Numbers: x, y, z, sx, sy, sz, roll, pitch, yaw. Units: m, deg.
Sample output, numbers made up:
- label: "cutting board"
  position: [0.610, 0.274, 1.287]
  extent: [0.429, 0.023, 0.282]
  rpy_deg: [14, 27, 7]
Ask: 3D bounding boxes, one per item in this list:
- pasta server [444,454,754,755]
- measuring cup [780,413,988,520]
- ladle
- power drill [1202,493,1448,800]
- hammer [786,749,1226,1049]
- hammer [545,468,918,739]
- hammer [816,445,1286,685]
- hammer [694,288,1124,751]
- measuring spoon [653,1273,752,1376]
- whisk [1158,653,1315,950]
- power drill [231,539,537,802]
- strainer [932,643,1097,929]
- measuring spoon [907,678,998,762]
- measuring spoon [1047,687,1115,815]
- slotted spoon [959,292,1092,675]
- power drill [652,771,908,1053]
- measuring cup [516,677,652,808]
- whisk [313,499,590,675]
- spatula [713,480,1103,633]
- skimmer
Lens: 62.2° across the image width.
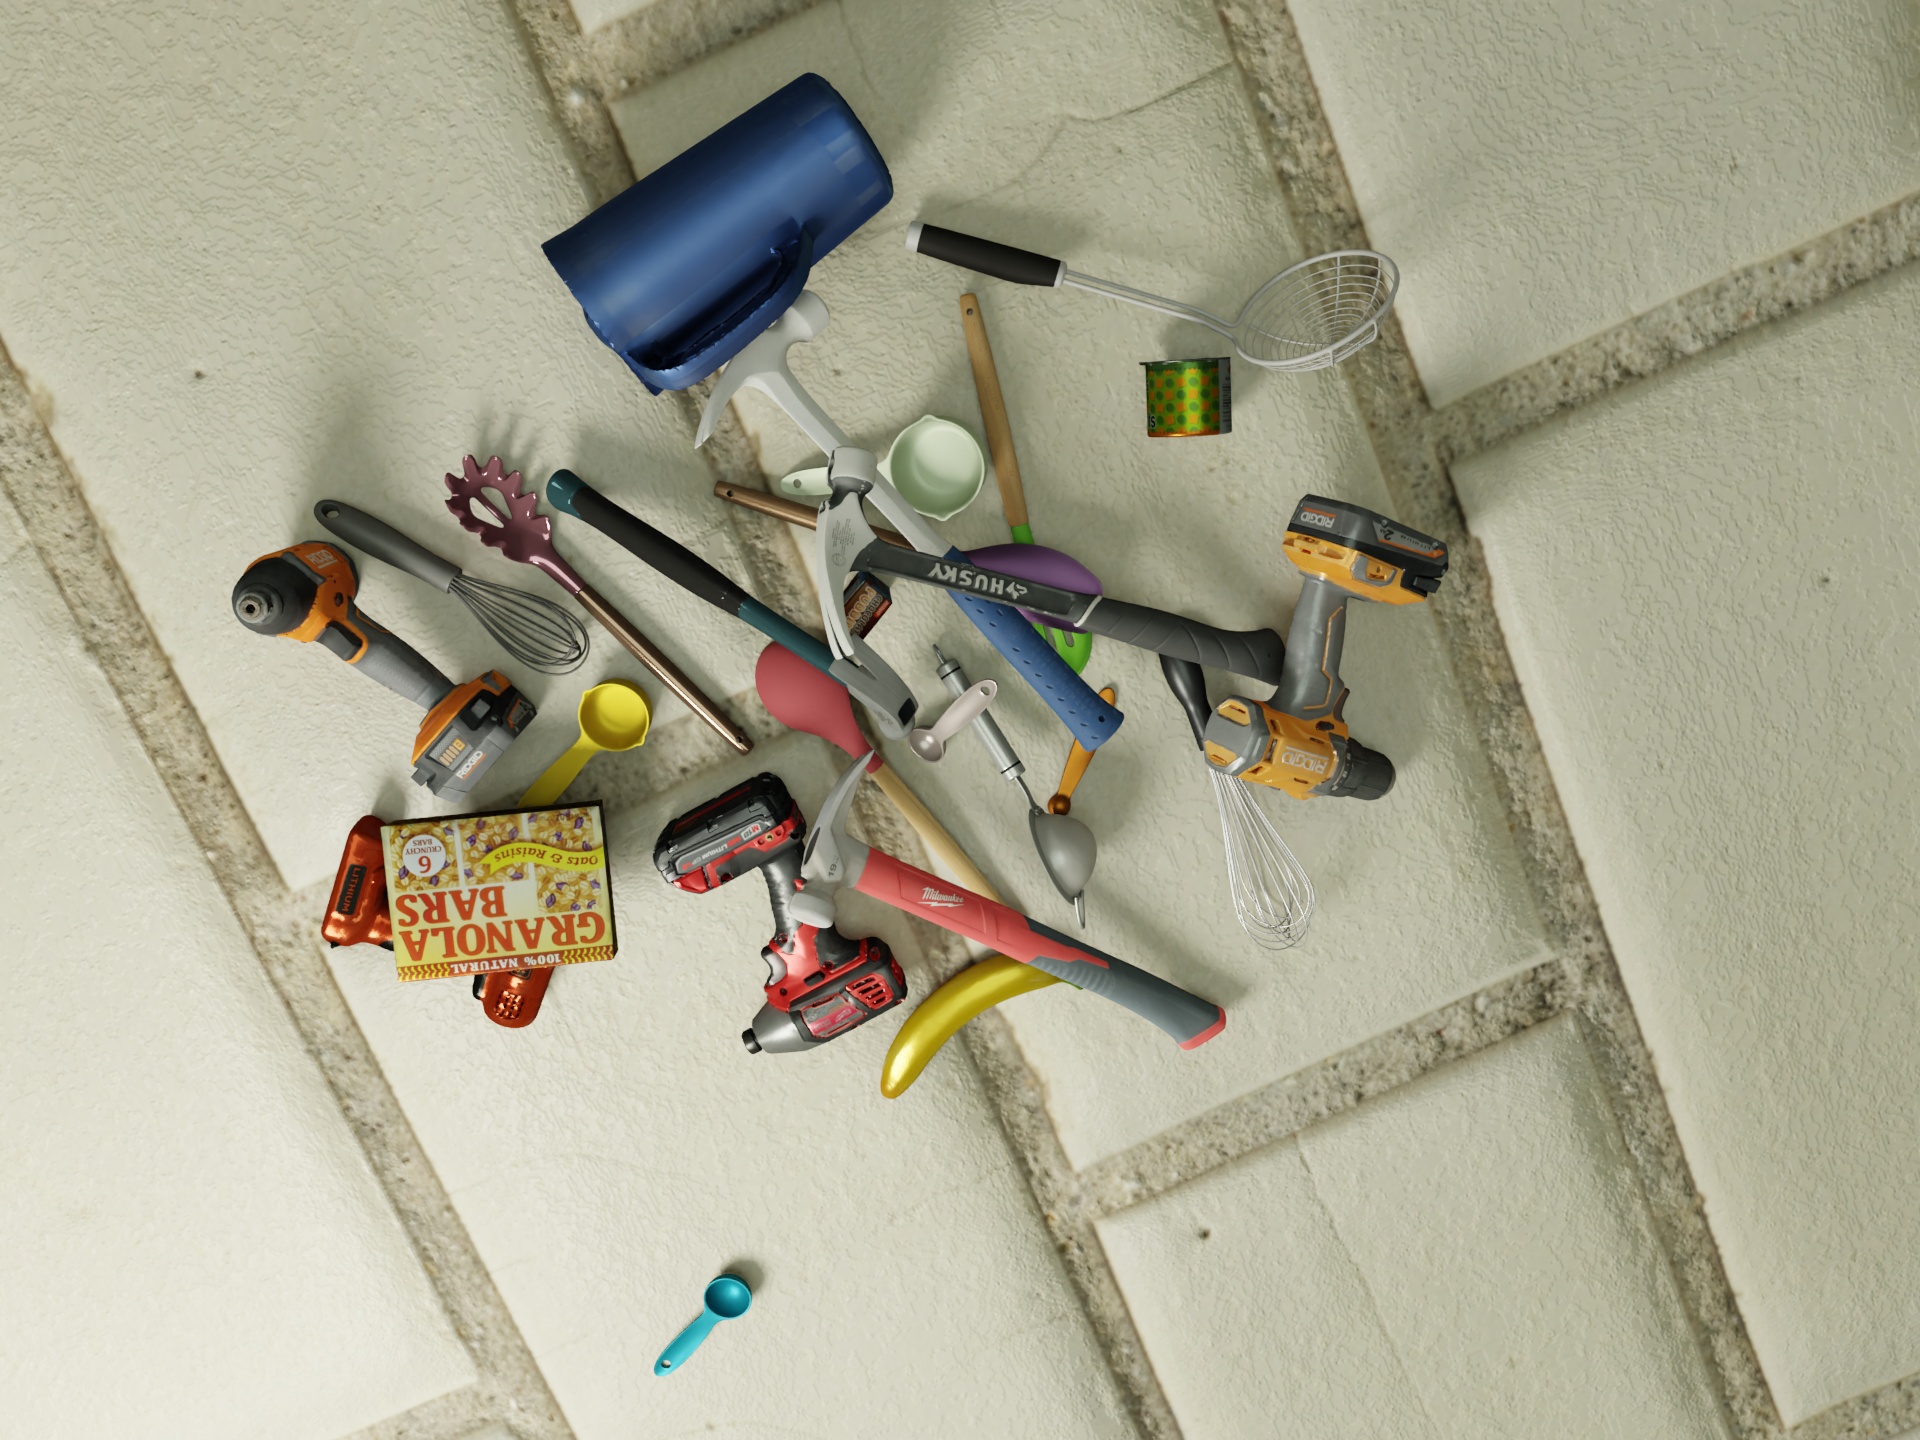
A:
- label: "pasta server"
  position: [-0.279, -0.084, 1.255]
  extent: [0.316, 0.040, 0.060]
  rpy_deg: [45, 76, -11]
- label: "measuring cup"
  position: [-0.059, -0.196, 1.249]
  extent: [0.167, 0.038, 0.083]
  rpy_deg: [-4, 109, 16]
- label: "ladle"
  position: [-0.053, 0.059, 1.299]
  extent: [0.069, 0.031, 0.315]
  rpy_deg: [-40, 102, 3]
- label: "power drill"
  position: [0.303, -0.045, 1.252]
  extent: [0.185, 0.084, 0.226]
  rpy_deg: [15, 98, -33]
- label: "hammer"
  position: [0.055, 0.162, 1.291]
  extent: [0.386, 0.038, 0.143]
  rpy_deg: [26, 70, -17]
- label: "hammer"
  position: [-0.175, -0.093, 1.216]
  extent: [0.331, 0.128, 0.033]
  rpy_deg: [33, 79, 7]
- label: "hammer"
  position: [0.079, -0.083, 1.204]
  extent: [0.408, 0.036, 0.149]
  rpy_deg: [13, 78, -25]
- label: "hammer"
  position: [-0.026, -0.127, 1.198]
  extent: [0.405, 0.035, 0.144]
  rpy_deg: [46, 67, -13]
- label: "measuring spoon"
  position: [-0.227, 0.527, 1.390]
  extent: [0.042, 0.021, 0.128]
  rpy_deg: [38, 106, -9]
- label: "whisk"
  position: [0.221, 0.057, 1.294]
  extent: [0.070, 0.070, 0.284]
  rpy_deg: [-22, 96, 2]
- label: "power drill"
  position: [-0.439, -0.042, 1.194]
  extent: [0.226, 0.164, 0.084]
  rpy_deg: [42, 96, -11]
- label: "strainer"
  position: [0.048, 0.047, 1.275]
  extent: [0.050, 0.087, 0.258]
  rpy_deg: [-33, 88, 17]
- label: "measuring spoon"
  position: [-0.002, -0.004, 1.259]
  extent: [0.034, 0.018, 0.124]
  rpy_deg: [44, 137, -3]
- label: "measuring spoon"
  position: [0.100, 0.027, 1.305]
  extent: [0.021, 0.011, 0.117]
  rpy_deg: [22, 99, -6]
- label: "slotted spoon"
  position: [0.043, -0.180, 1.256]
  extent: [0.070, 0.031, 0.313]
  rpy_deg: [-12, 99, 9]
- label: "power drill"
  position: [-0.152, 0.167, 1.292]
  extent: [0.143, 0.079, 0.219]
  rpy_deg: [-28, 104, 4]
- label: "measuring cup"
  position: [-0.308, 0.026, 1.287]
  extent: [0.062, 0.029, 0.156]
  rpy_deg: [43, 108, -10]
- label: "whisk"
  position: [-0.399, -0.107, 1.244]
  extent: [0.239, 0.055, 0.055]
  rpy_deg: [30, 98, -3]
- label: "spatula"
  position: [-0.042, -0.138, 1.249]
  extent: [0.316, 0.018, 0.059]
  rpy_deg: [17, 100, 1]
- label: "skimmer"
  position: [0.140, -0.343, 1.195]
  extent: [0.363, 0.127, 0.090]
  rpy_deg: [15, 142, 0]
